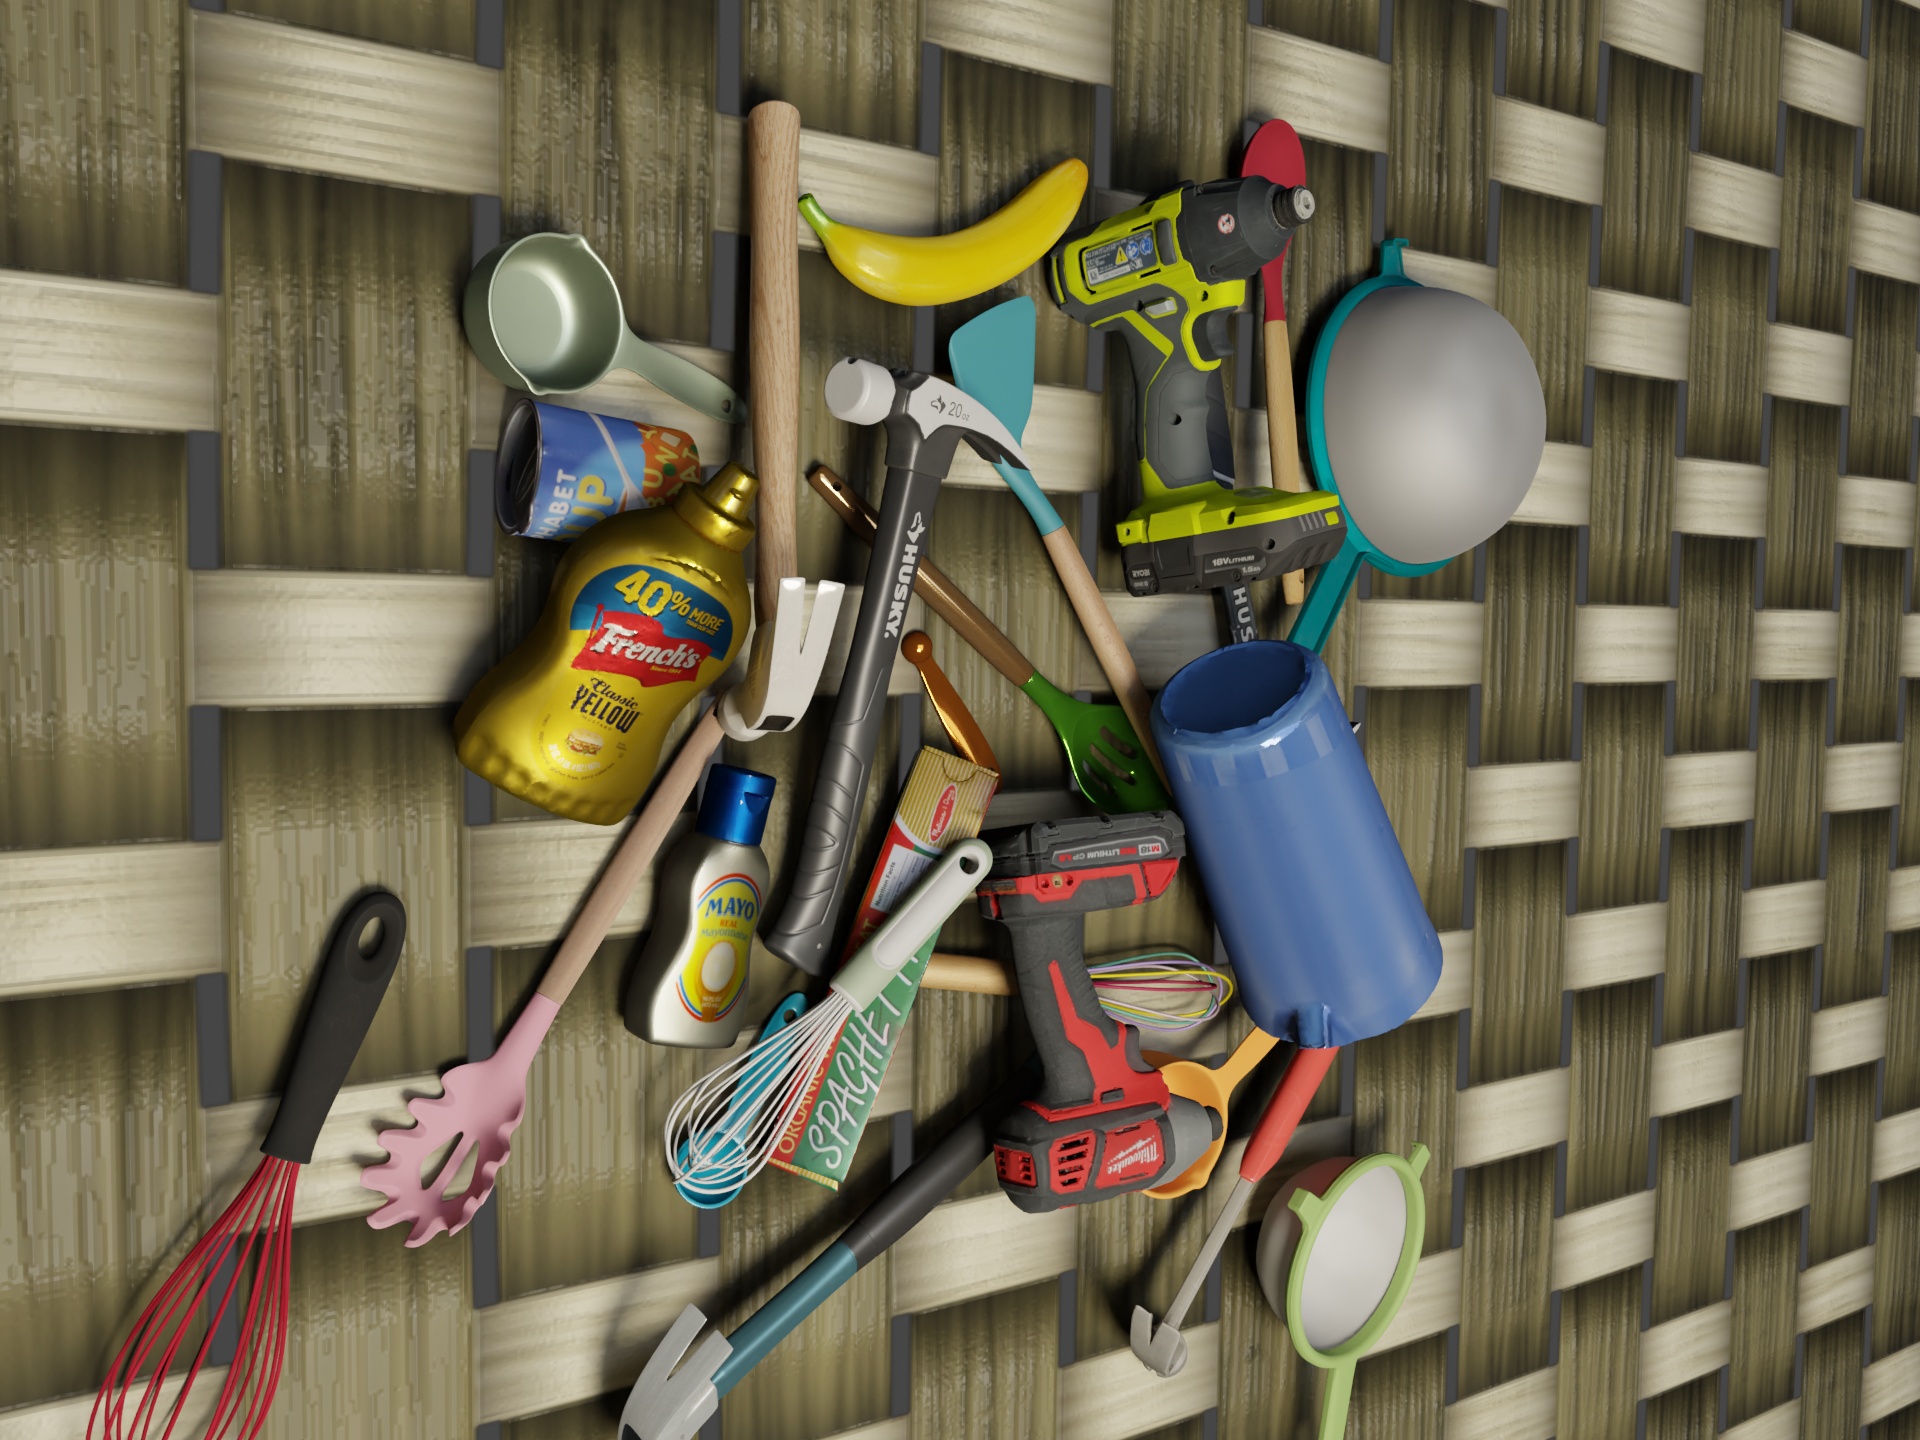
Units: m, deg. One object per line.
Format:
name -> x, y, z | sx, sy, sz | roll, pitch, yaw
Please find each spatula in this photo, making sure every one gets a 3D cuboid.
spatula -> 0.073, -0.093, 0.957 | 0.082, 0.044, 0.317 | -38, 106, -41

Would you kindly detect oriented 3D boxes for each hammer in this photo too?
hammer -> -0.095, -0.160, 0.819 | 0.031, 0.130, 0.331 | 2, 81, -22
hammer -> -0.049, -0.019, 0.869 | 0.146, 0.035, 0.334 | 3, 103, -52
hammer -> 0.213, 0.264, 1.060 | 0.359, 0.037, 0.149 | -55, 157, -23
hammer -> 0.174, -0.141, 1.037 | 0.149, 0.036, 0.409 | -19, 103, -32
hammer -> -0.055, 0.295, 0.901 | 0.331, 0.033, 0.128 | -35, 148, -32

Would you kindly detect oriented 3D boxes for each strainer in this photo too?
strainer -> 0.248, 0.413, 1.111 | 0.151, 0.069, 0.256 | -5, 104, -41
strainer -> 0.308, -0.156, 1.062 | 0.210, 0.095, 0.340 | 44, 62, -30

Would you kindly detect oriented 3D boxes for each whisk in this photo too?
whisk -> -0.067, 0.155, 0.859 | 0.058, 0.059, 0.246 | 44, 74, -4
whisk -> 0.071, 0.161, 0.989 | 0.244, 0.047, 0.051 | 11, 72, -29
whisk -> -0.320, 0.220, 0.734 | 0.073, 0.073, 0.296 | 27, 73, -31

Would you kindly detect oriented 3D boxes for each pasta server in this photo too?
pasta server -> -0.198, 0.117, 0.814 | 0.060, 0.040, 0.316 | 27, 74, 6

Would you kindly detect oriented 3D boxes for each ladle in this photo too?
ladle -> 0.207, -0.232, 1.029 | 0.069, 0.031, 0.315 | 2, 83, -44

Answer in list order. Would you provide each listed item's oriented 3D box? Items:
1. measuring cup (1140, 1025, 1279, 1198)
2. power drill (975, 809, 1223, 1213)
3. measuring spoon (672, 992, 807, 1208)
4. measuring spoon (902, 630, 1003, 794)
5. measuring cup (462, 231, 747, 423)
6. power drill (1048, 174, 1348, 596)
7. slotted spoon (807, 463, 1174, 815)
measuring cup -> 0.152, 0.233, 1.041 | 0.173, 0.052, 0.095 | -38, 113, -27
power drill -> 0.083, 0.167, 0.933 | 0.143, 0.078, 0.220 | -3, 84, -27
measuring spoon -> -0.121, 0.209, 0.887 | 0.042, 0.021, 0.129 | 36, 65, -17
measuring spoon -> -0.002, -0.003, 0.947 | 0.021, 0.011, 0.116 | -39, 113, -24
measuring cup -> -0.179, -0.187, 0.812 | 0.167, 0.038, 0.083 | 21, 80, -49
power drill -> 0.144, -0.192, 0.921 | 0.080, 0.171, 0.223 | -18, 100, -41
slotted spoon -> 0.023, -0.044, 0.952 | 0.313, 0.031, 0.070 | 42, 66, -26
